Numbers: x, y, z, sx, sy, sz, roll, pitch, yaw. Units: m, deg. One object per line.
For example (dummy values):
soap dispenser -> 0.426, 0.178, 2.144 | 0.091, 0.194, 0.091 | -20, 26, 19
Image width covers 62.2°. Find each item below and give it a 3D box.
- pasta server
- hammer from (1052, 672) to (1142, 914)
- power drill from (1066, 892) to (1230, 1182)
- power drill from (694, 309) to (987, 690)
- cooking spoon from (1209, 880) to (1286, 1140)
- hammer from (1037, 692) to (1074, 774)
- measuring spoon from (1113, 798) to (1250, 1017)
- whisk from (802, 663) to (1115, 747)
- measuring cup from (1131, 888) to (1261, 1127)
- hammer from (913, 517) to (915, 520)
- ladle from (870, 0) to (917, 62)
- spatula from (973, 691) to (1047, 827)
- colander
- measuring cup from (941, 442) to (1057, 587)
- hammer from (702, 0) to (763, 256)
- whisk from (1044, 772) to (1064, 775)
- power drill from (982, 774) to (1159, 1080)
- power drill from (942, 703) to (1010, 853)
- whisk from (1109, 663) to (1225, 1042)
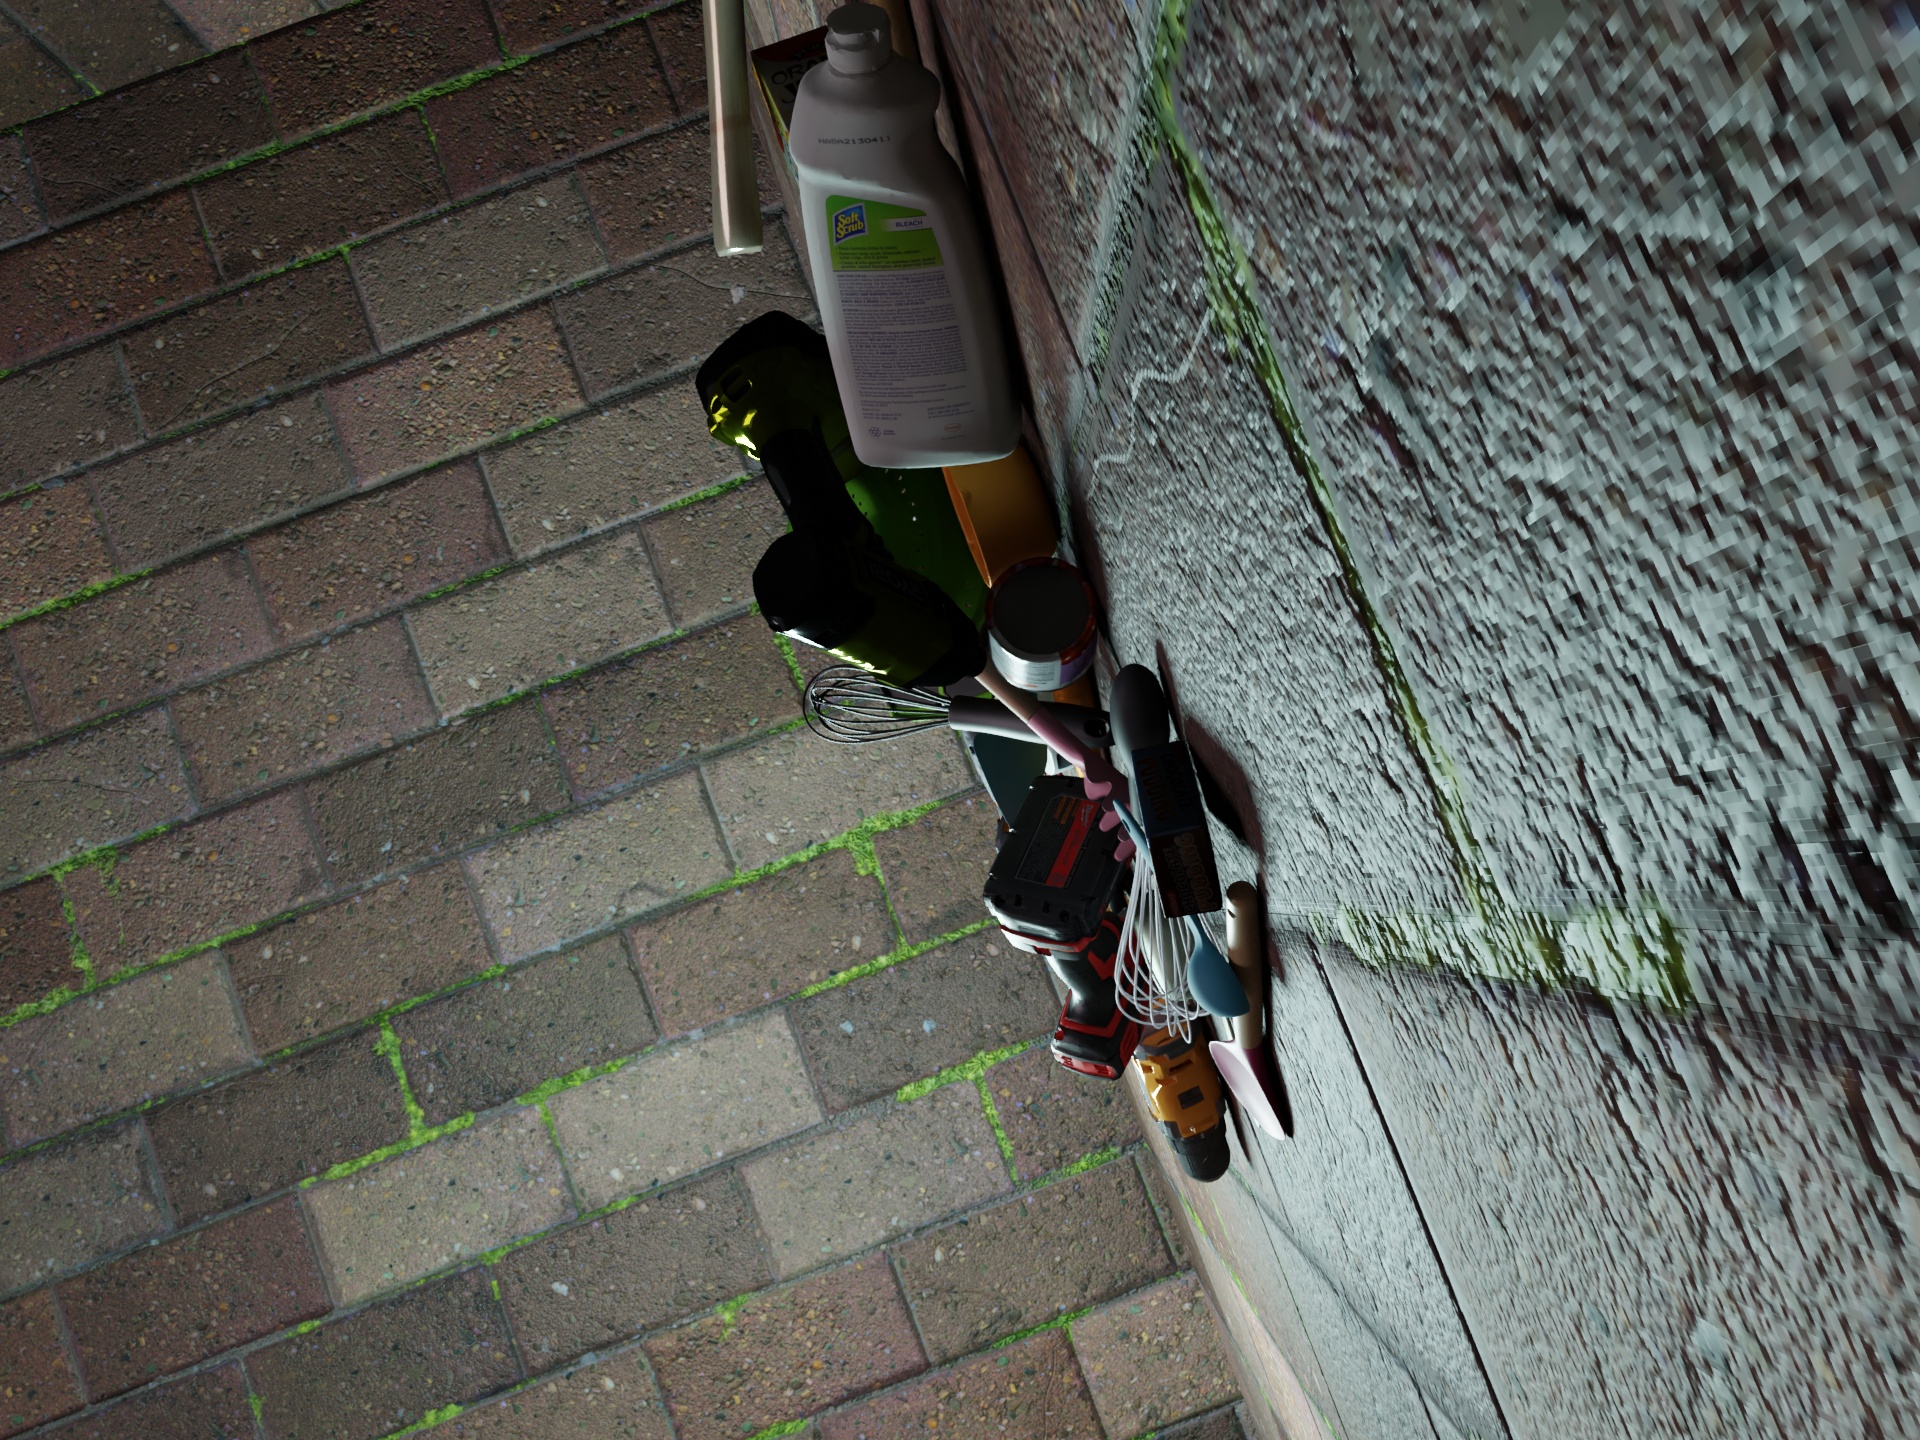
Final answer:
pasta server -> 0.022, -0.016, 0.992 | 0.316, 0.040, 0.060 | 44, 171, 14
hammer -> 0.090, 0.023, 1.147 | 0.336, 0.034, 0.127 | 71, 178, -53
power drill -> 0.154, 0.257, 1.313 | 0.226, 0.084, 0.185 | -121, 8, -56
power drill -> -0.068, -0.123, 0.948 | 0.171, 0.080, 0.223 | 23, -142, -50
cooking spoon -> 0.159, 0.165, 0.879 | 0.069, 0.017, 0.318 | 48, 167, 32
hammer -> 0.043, -0.082, 1.450 | 0.128, 0.033, 0.331 | 72, 177, -48
measuring spoon -> 0.107, 0.100, 0.821 | 0.128, 0.021, 0.042 | 59, 172, 5
whisk -> -0.002, -0.003, 1.051 | 0.055, 0.239, 0.055 | -20, -67, -60
measuring cup -> 0.153, 0.188, 1.035 | 0.083, 0.038, 0.168 | 79, 172, -82
hammer -> 0.001, -0.160, 1.404 | 0.331, 0.031, 0.130 | -130, 40, -70
ladle -> -0.026, -0.314, 0.863 | 0.315, 0.031, 0.069 | 75, 168, -58
spatula -> 0.039, -0.031, 1.228 | 0.318, 0.044, 0.082 | -92, -21, -63
colander -> -0.064, -0.196, 1.100 | 0.204, 0.094, 0.397 | -10, 86, 44
measuring cup -> 0.012, -0.171, 0.998 | 0.095, 0.052, 0.174 | 76, 175, -77
hammer -> -0.142, -0.459, 0.926 | 0.410, 0.038, 0.146 | 96, 159, -51
whisk -> 0.079, 0.045, 1.505 | 0.073, 0.073, 0.296 | 71, -177, -47
power drill -> 0.095, 0.142, 1.113 | 0.143, 0.078, 0.219 | -62, -32, -31
power drill -> 0.029, 0.030, 1.326 | 0.226, 0.084, 0.164 | 64, -178, 11
whisk -> 0.111, 0.079, 0.882 | 0.070, 0.070, 0.284 | -113, 8, -49
